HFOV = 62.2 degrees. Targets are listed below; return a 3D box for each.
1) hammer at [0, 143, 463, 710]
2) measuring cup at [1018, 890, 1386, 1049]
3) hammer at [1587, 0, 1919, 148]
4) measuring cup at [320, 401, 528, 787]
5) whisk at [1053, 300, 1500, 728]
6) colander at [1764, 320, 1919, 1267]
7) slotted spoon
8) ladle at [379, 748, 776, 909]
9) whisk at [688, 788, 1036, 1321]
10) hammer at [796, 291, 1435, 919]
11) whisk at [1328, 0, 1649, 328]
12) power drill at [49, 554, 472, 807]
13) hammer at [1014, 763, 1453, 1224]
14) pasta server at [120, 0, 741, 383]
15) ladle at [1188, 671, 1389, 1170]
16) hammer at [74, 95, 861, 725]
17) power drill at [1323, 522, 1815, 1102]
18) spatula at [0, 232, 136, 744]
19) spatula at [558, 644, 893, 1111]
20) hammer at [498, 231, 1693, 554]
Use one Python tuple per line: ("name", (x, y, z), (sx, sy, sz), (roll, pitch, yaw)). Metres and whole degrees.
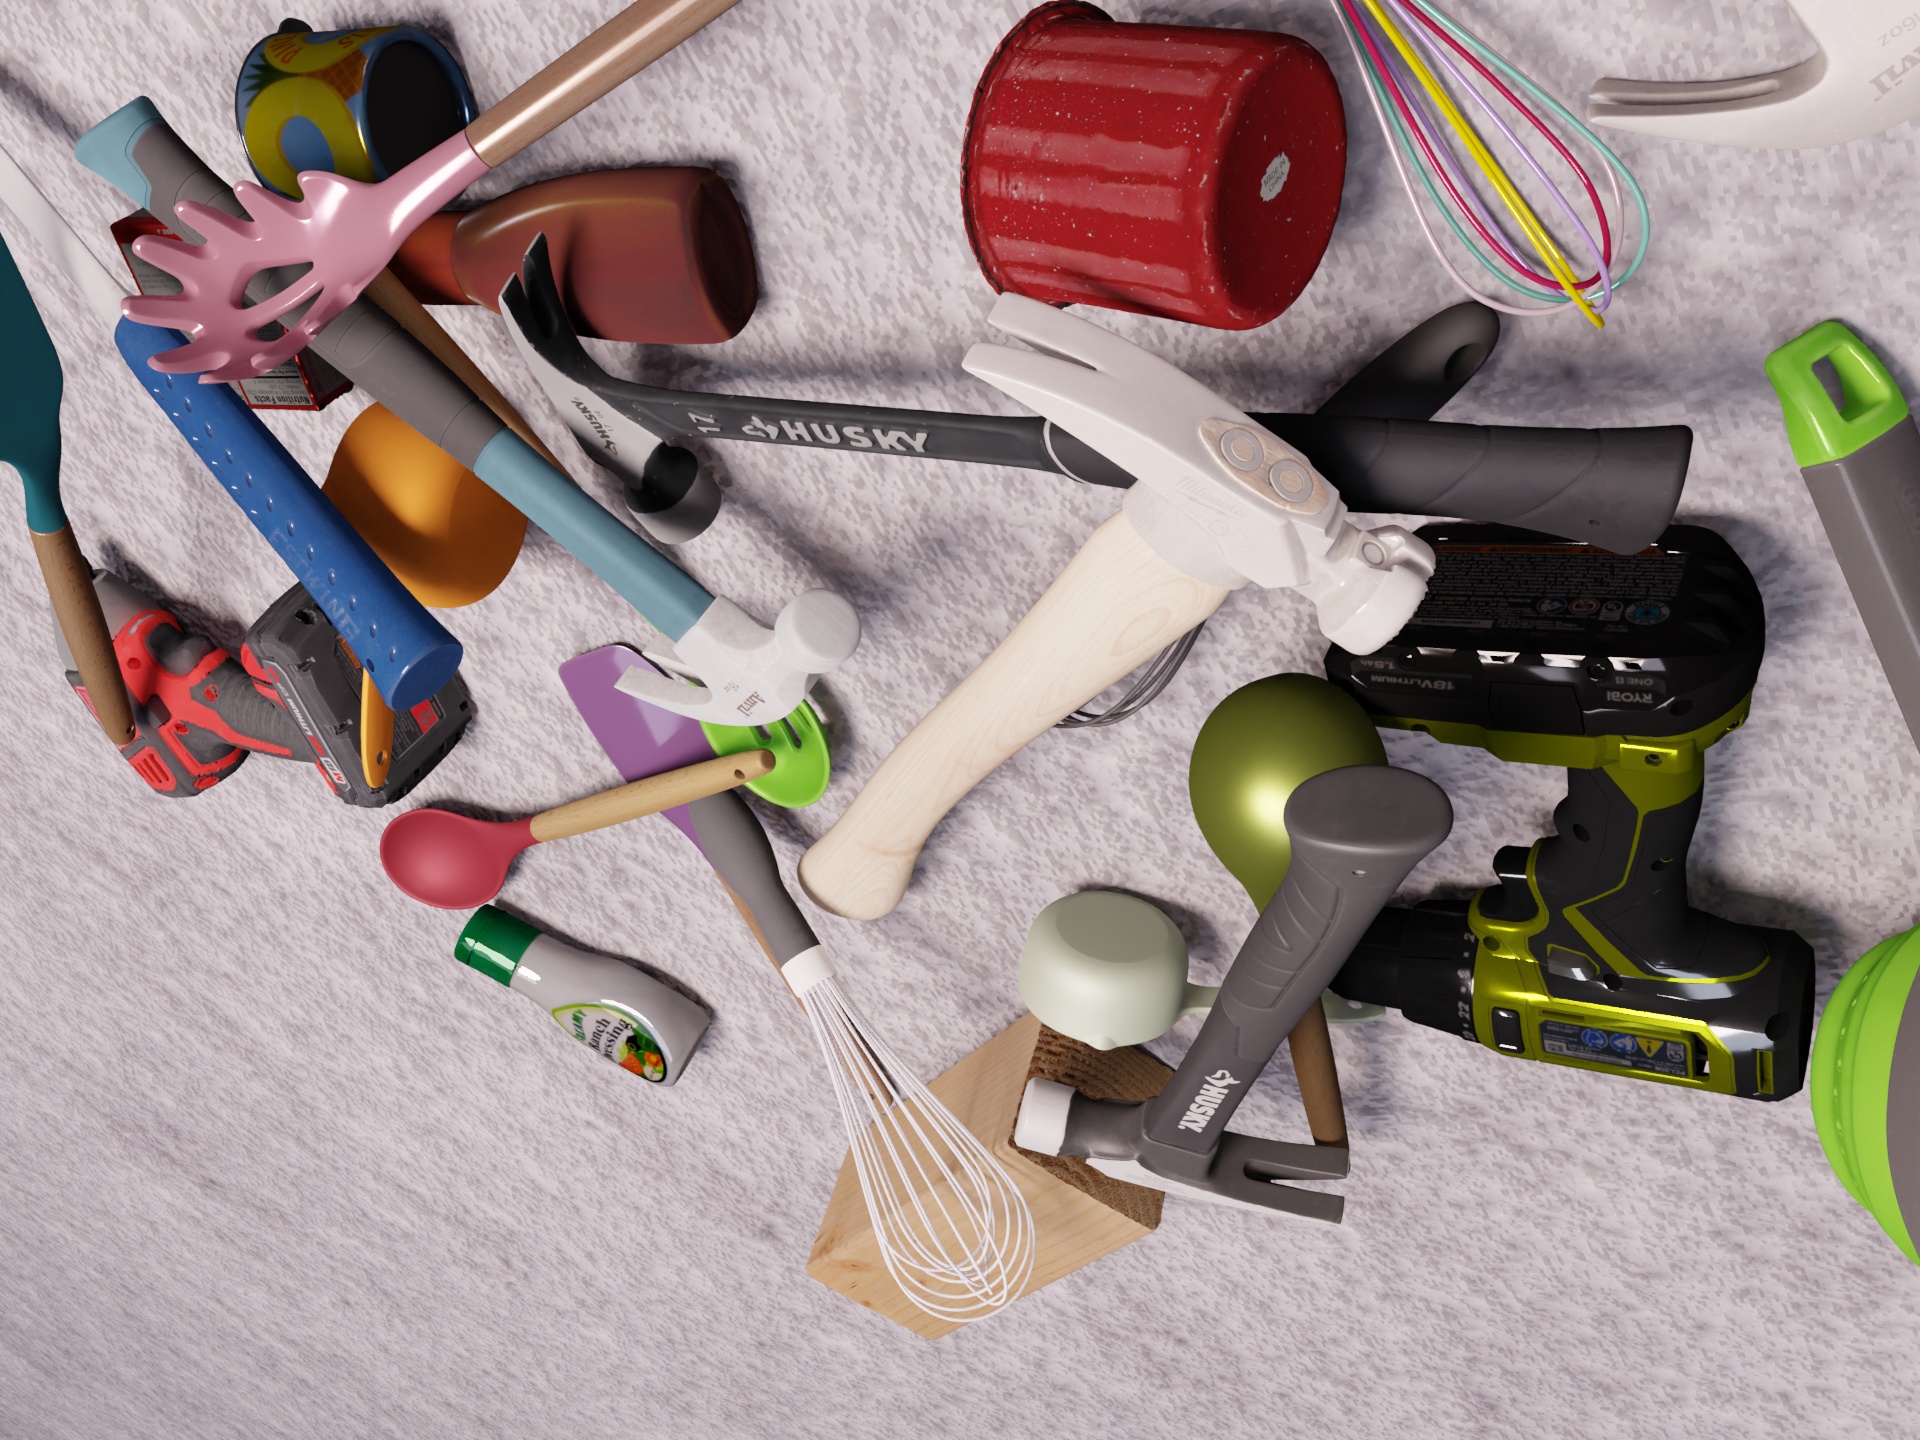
("hammer", (-0.338, -0.169, 0.638), (0.405, 0.035, 0.144), (48, 132, 7))
("measuring cup", (0.111, 0.112, 0.717), (0.167, 0.083, 0.038), (5, 119, 2))
("hammer", (0.142, -0.277, 0.397), (0.331, 0.031, 0.130), (42, 132, -10))
("measuring cup", (-0.230, -0.051, 0.693), (0.052, 0.095, 0.173), (10, 100, 15))
("whisk", (0.102, -0.066, 0.582), (0.055, 0.055, 0.239), (40, 128, -9))
("colander", (0.333, 0.059, 0.538), (0.397, 0.204, 0.094), (63, 162, -8))
("slotted spoon", (-0.153, -0.077, 0.679), (0.070, 0.031, 0.313), (-12, 129, 38))
("ladle", (-0.201, 0.051, 0.814), (0.315, 0.031, 0.069), (-16, 119, 40))
("whisk", (-0.053, 0.144, 0.742), (0.285, 0.070, 0.070), (58, 135, 15))
("hammer", (-0.001, -0.002, 0.613), (0.146, 0.038, 0.410), (32, 149, -8))
("whisk", (0.116, -0.210, 0.455), (0.245, 0.047, 0.051), (48, 147, -11))
("power drill", (-0.376, -0.025, 0.825), (0.220, 0.079, 0.143), (1, 127, 29))
("hammer", (0.113, 0.114, 0.594), (0.146, 0.035, 0.334), (15, 147, 3))
("pasta server", (-0.138, -0.202, 0.513), (0.316, 0.040, 0.060), (-28, 87, 14))
("ladle", (0.146, 0.103, 0.643), (0.078, 0.062, 0.319), (39, 161, 40))
("hammer", (-0.189, -0.113, 0.604), (0.331, 0.033, 0.128), (41, 149, -10))
("power drill", (0.210, 0.043, 0.596), (0.191, 0.080, 0.228), (5, 132, 33))
("spatula", (-0.407, -0.079, 0.703), (0.044, 0.082, 0.317), (25, 145, 0))
("spatula", (-0.108, 0.092, 0.829), (0.060, 0.018, 0.315), (-15, 119, 23))
("hammer", (0.021, -0.097, 0.529), (0.409, 0.036, 0.149), (10, 154, 28))
